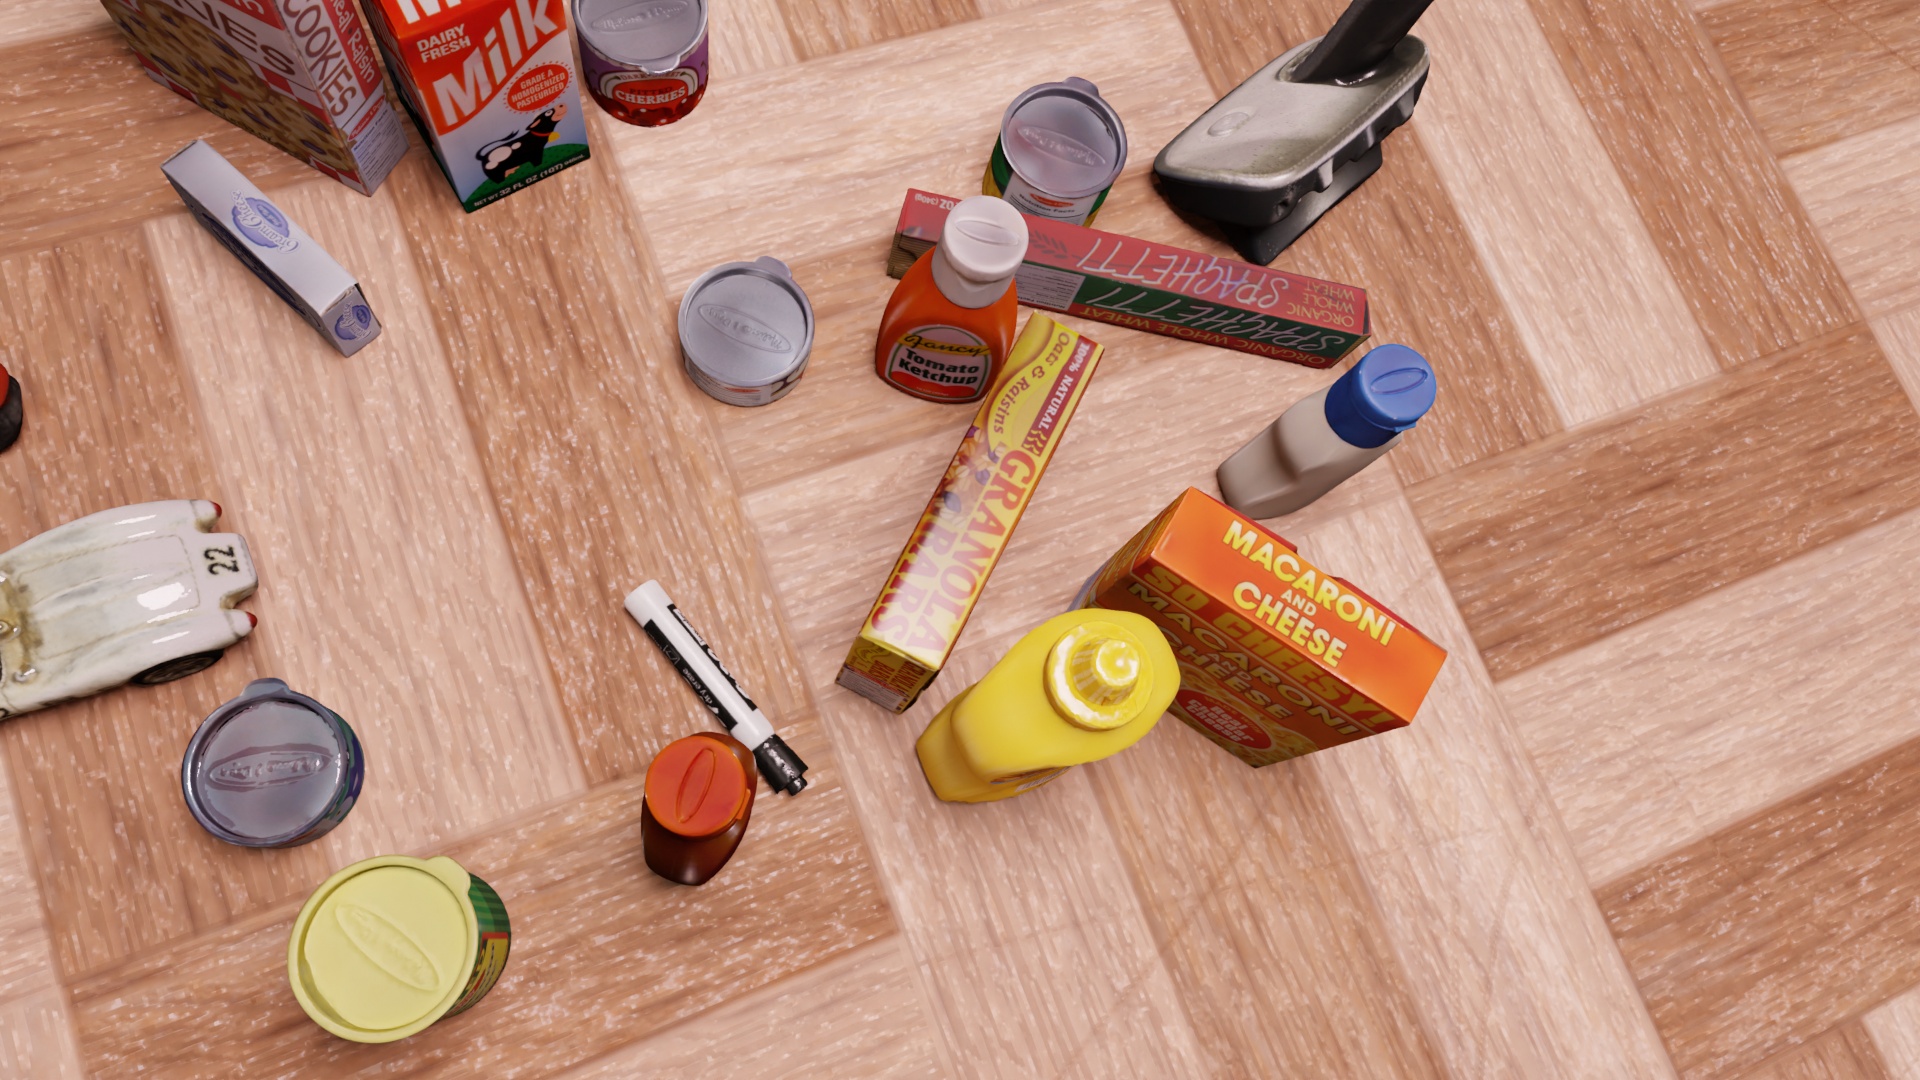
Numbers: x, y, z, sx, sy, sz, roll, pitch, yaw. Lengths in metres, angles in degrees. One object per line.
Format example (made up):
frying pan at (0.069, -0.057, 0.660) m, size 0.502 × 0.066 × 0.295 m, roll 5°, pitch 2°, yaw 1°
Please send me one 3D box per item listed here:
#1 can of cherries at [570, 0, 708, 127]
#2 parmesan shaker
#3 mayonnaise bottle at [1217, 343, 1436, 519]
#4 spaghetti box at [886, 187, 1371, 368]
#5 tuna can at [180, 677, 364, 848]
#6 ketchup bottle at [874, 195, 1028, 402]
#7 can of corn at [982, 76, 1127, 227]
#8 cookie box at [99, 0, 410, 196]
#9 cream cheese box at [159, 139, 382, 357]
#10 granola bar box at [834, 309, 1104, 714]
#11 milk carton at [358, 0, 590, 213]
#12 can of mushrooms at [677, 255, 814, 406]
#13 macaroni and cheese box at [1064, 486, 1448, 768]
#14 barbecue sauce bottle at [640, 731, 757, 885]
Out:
can of cherries at (-0.162, -0.253, 0.709) m, size 0.071 × 0.058 × 0.071 m, roll 3°, pitch 74°, yaw -9°
parmesan shaker at (-0.218, 0.160, 0.558) m, size 0.071 × 0.102 × 0.071 m, roll 3°, pitch 74°, yaw -9°
mayonnaise bottle at (0.176, -0.050, 0.665) m, size 0.065 × 0.147 × 0.041 m, roll -16°, pitch 78°, yaw -14°
spaghetti box at (0.088, -0.134, 0.724) m, size 0.250 × 0.050 × 0.029 m, roll 11°, pitch 73°, yaw -7°
tuna can at (-0.295, 0.097, 0.599) m, size 0.071 × 0.032 × 0.071 m, roll 3°, pitch 74°, yaw -9°
ketchup bottle at (-0.001, -0.111, 0.650) m, size 0.065 × 0.148 × 0.043 m, roll 12°, pitch 73°, yaw -7°
can of corn at (0.049, -0.198, 0.732) m, size 0.071 × 0.058 × 0.071 m, roll 3°, pitch 74°, yaw -9°
cookie box at (-0.326, -0.235, 0.617) m, size 0.123 × 0.167 × 0.040 m, roll 29°, pitch 72°, yaw -1°
cream cheese box at (-0.320, -0.135, 0.650) m, size 0.104 × 0.053 × 0.024 m, roll 42°, pitch 72°, yaw 3°
granola bar box at (0.002, -0.008, 0.634) m, size 0.039 × 0.124 × 0.166 m, roll 28°, pitch 72°, yaw -2°
milk carton at (-0.223, -0.234, 0.623) m, size 0.072 × 0.190 × 0.073 m, roll -30°, pitch 82°, yaw -16°
can of mushrooms at (-0.105, -0.104, 0.690) m, size 0.071 × 0.033 × 0.071 m, roll 3°, pitch 74°, yaw -9°
macaroni and cheese box at (0.119, 0.044, 0.618) m, size 0.124 × 0.166 × 0.040 m, roll 33°, pitch 72°, yaw 0°
barbecue sauce bottle at (-0.107, 0.107, 0.569) m, size 0.044 × 0.148 × 0.065 m, roll 21°, pitch 72°, yaw -4°
